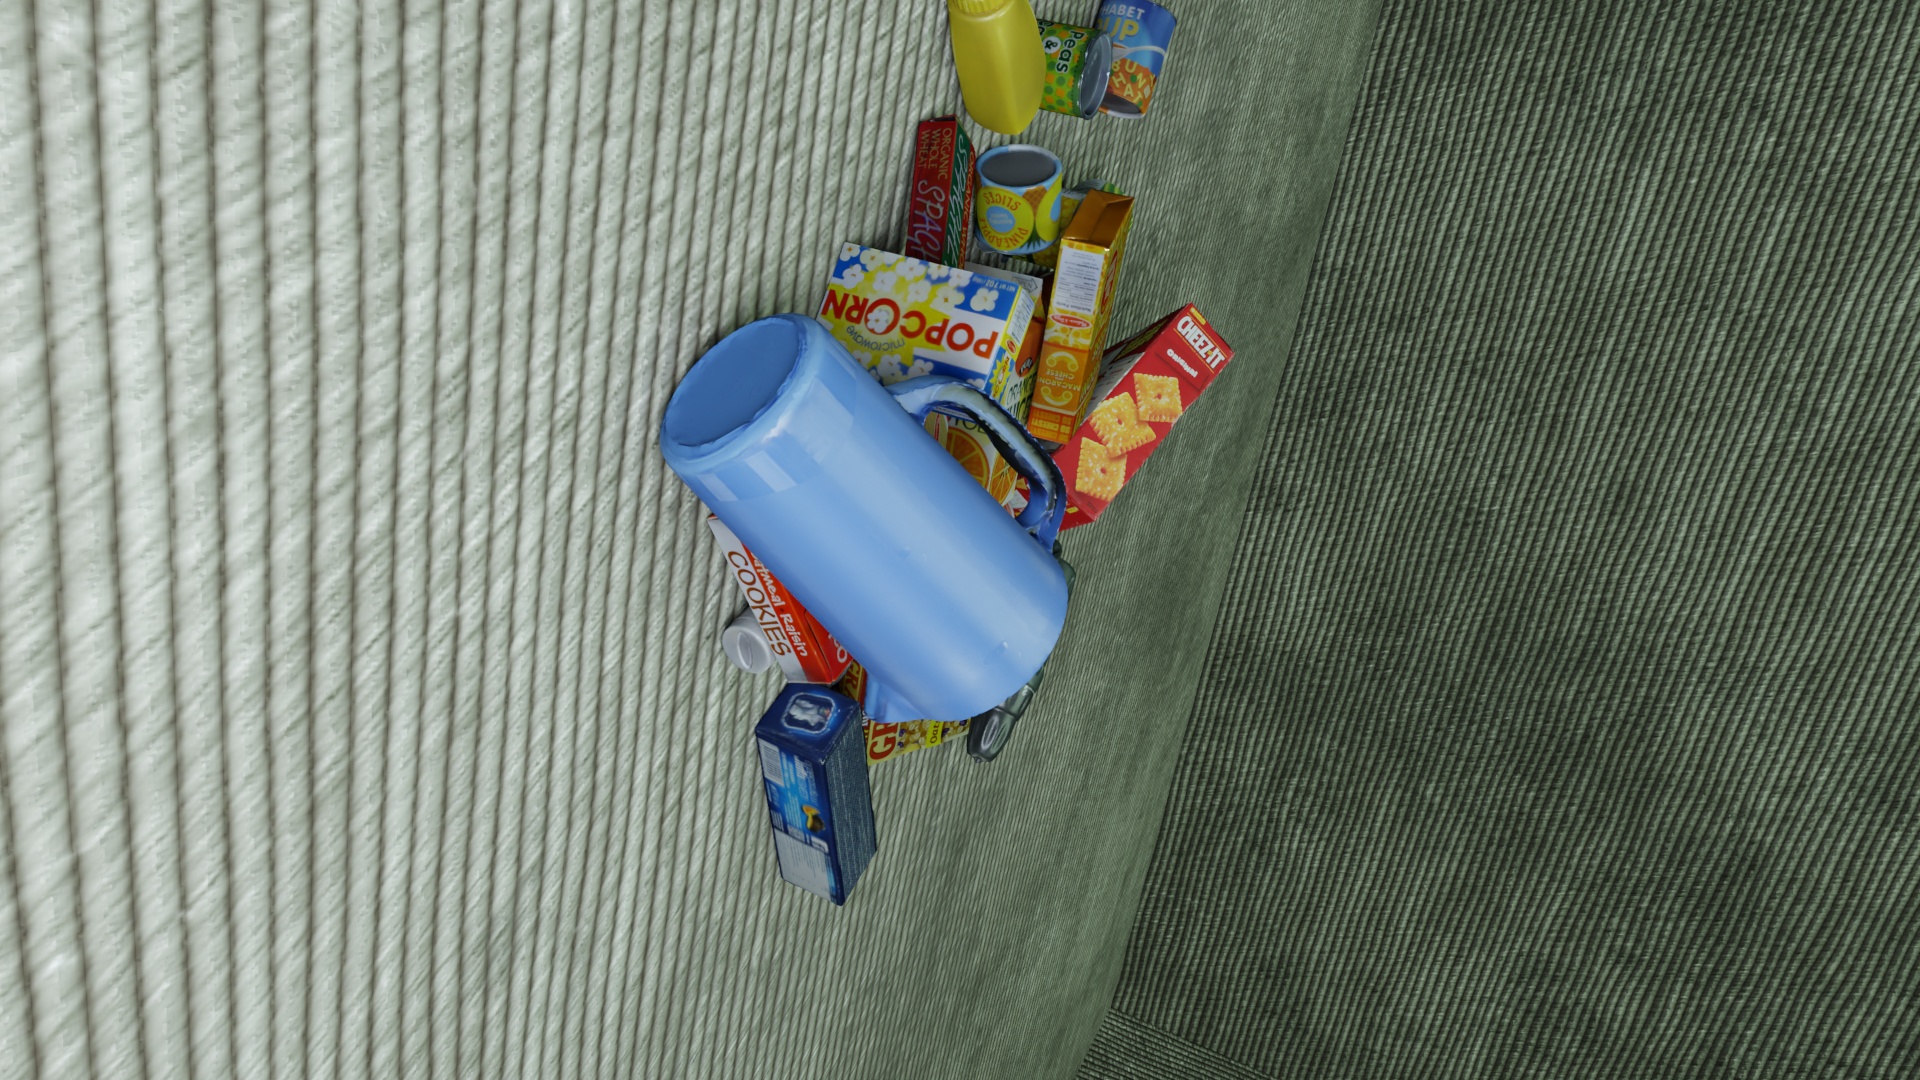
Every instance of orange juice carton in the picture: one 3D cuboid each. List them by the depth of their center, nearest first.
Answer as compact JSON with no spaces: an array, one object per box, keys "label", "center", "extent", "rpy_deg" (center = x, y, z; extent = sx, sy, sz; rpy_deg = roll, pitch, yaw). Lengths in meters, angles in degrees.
[{"label":"orange juice carton","center":[0.014,-0.118,1.083],"extent":[0.073,0.072,0.191],"rpy_deg":[-39,143,-61]}]

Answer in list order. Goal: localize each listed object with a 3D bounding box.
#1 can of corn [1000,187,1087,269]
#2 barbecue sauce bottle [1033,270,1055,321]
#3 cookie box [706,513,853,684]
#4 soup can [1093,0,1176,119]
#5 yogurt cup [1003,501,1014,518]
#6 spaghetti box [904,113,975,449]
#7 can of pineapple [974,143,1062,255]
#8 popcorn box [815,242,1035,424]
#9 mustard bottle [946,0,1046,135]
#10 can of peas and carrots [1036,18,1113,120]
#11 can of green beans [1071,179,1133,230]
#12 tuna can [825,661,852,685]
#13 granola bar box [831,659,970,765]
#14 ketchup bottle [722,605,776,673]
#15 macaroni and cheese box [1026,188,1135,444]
[{"label":"can of corn","center":[0.070,-0.255,1.138],"extent":[0.071,0.058,0.071],"rpy_deg":[17,91,-72]},{"label":"barbecue sauce bottle","center":[0.069,-0.203,1.212],"extent":[0.149,0.044,0.064],"rpy_deg":[-25,140,-66]},{"label":"cookie box","center":[-0.078,-0.006,0.892],"extent":[0.168,0.040,0.122],"rpy_deg":[-51,125,-48]},{"label":"soup can","center":[0.137,-0.412,1.180],"extent":[0.071,0.071,0.083],"rpy_deg":[15,93,-72]},{"label":"yogurt cup","center":[0.004,-0.015,1.171],"extent":[0.054,0.072,0.072],"rpy_deg":[-20,126,-58]},{"label":"spaghetti box","center":[-0.020,-0.156,0.918],"extent":[0.050,0.029,0.250],"rpy_deg":[37,57,-70]},{"label":"can of pineapple","center":[0.042,-0.256,1.045],"extent":[0.057,0.071,0.071],"rpy_deg":[88,27,-46]},{"label":"popcorn box","center":[-0.027,-0.129,0.866],"extent":[0.085,0.127,0.038],"rpy_deg":[-70,159,-5]},{"label":"mustard bottle","center":[0.021,-0.341,0.928],"extent":[0.065,0.049,0.159],"rpy_deg":[-66,161,-17]},{"label":"can of peas and carrots","center":[0.077,-0.360,1.058],"extent":[0.071,0.059,0.071],"rpy_deg":[17,91,-72]},{"label":"can of green beans","center":[0.113,-0.279,1.232],"extent":[0.058,0.071,0.071],"rpy_deg":[-55,155,-43]},{"label":"tuna can","center":[-0.097,0.066,0.996],"extent":[0.071,0.033,0.071],"rpy_deg":[17,91,-72]},{"label":"granola bar box","center":[-0.039,0.093,1.100],"extent":[0.124,0.039,0.164],"rpy_deg":[-12,122,-37]},{"label":"ketchup bottle","center":[-0.104,0.032,0.926],"extent":[0.149,0.043,0.064],"rpy_deg":[-50,142,-48]},{"label":"macaroni and cheese box","center":[0.095,-0.177,1.097],"extent":[0.124,0.040,0.165],"rpy_deg":[-63,165,-55]}]
